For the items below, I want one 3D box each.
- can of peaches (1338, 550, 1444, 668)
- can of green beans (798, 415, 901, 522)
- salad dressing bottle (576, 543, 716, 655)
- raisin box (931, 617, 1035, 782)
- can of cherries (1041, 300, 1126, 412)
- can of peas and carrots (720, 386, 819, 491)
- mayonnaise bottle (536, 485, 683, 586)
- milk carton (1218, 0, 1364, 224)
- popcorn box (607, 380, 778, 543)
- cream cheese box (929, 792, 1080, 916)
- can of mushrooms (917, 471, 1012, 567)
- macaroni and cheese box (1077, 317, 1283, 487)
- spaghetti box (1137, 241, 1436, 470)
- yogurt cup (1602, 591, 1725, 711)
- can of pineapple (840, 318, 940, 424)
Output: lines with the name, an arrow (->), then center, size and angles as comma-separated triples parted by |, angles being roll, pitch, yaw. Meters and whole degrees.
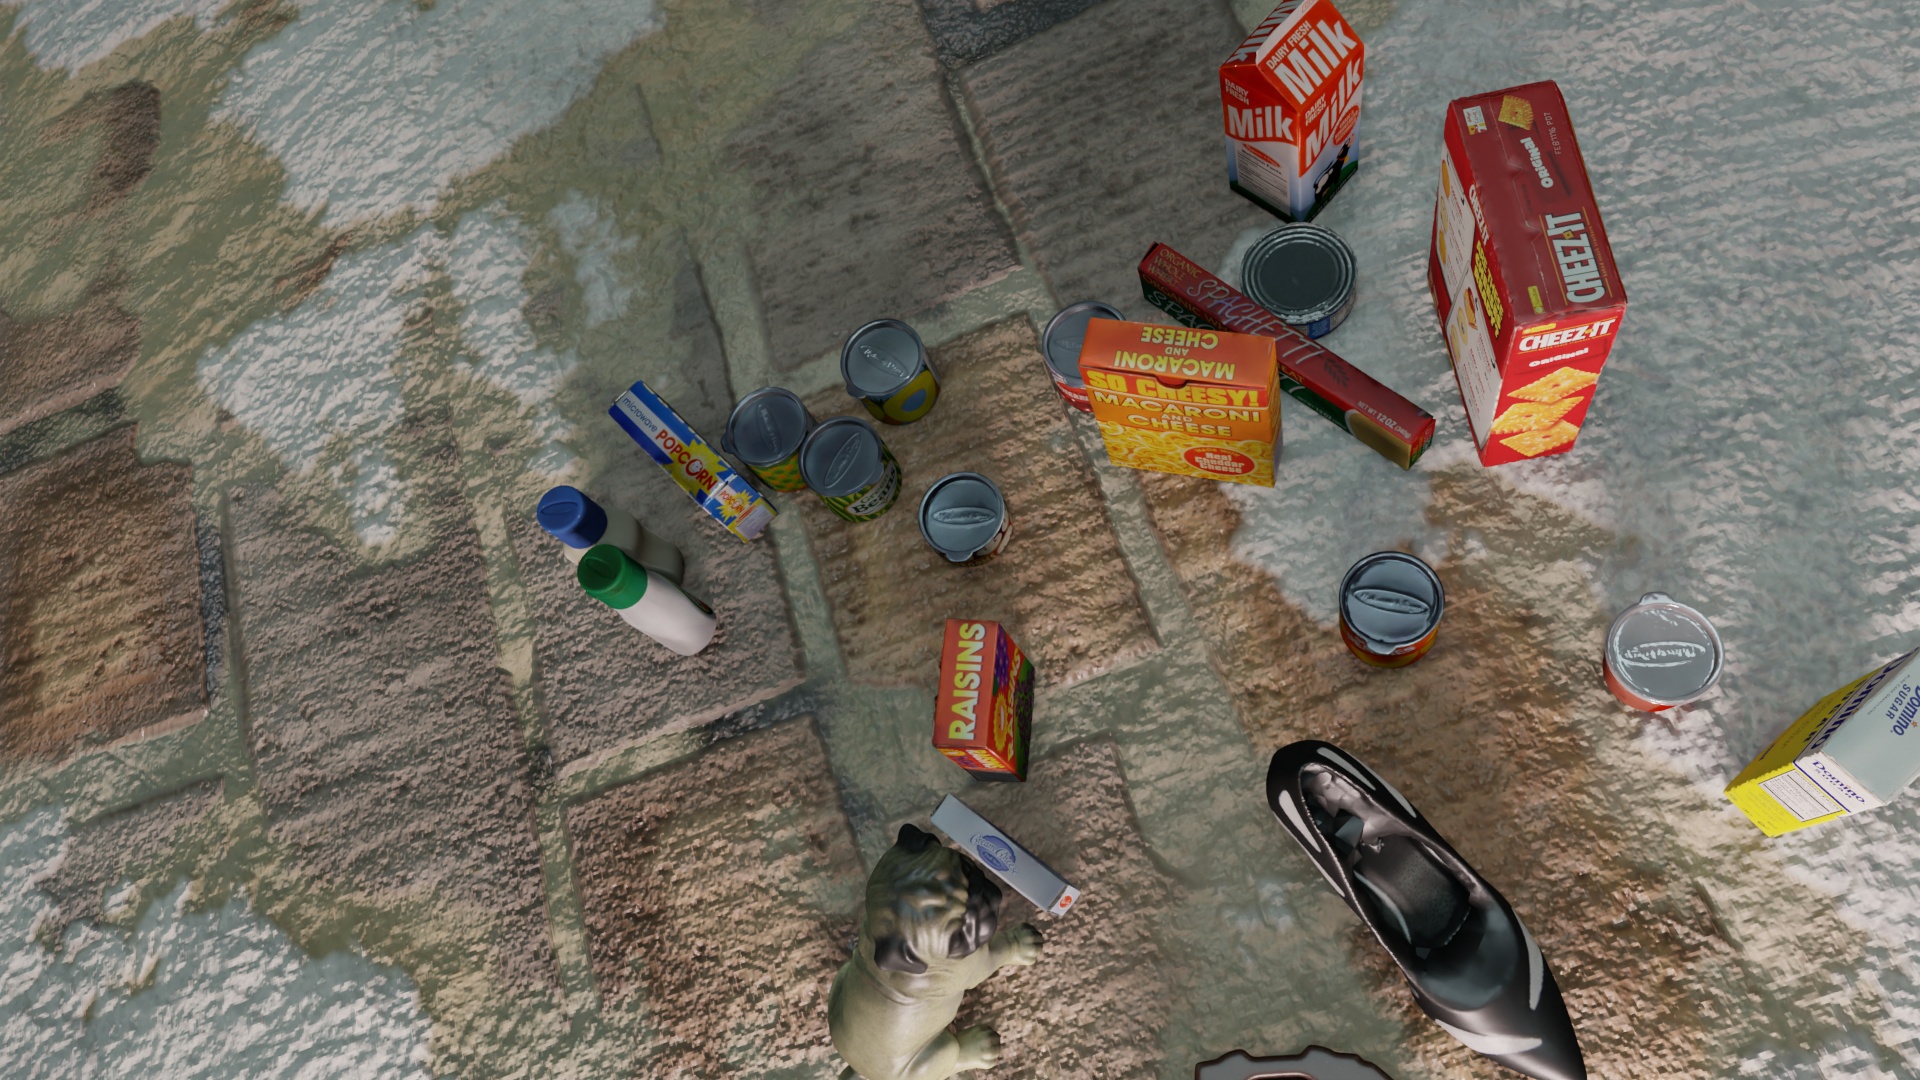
can of peaches -> 0.286, 0.049, 0.928 | 0.071, 0.058, 0.071 | -5, 69, 13
can of green beans -> -0.083, -0.054, 1.061 | 0.071, 0.057, 0.071 | -5, 69, 13
salad dressing bottle -> -0.228, 0.044, 1.012 | 0.064, 0.147, 0.044 | 27, 79, 22
raisin box -> 0.017, 0.110, 0.938 | 0.040, 0.123, 0.086 | 1, 71, 15
can of cherries -> 0.098, -0.135, 1.045 | 0.071, 0.058, 0.072 | -5, 69, 13
can of peas and carrots -> -0.144, -0.077, 1.085 | 0.071, 0.058, 0.071 | -5, 69, 13
mayonnaise bottle -> -0.263, 0.002, 1.037 | 0.065, 0.147, 0.041 | -9, 69, 11
milk carton -> 0.240, -0.315, 1.004 | 0.073, 0.190, 0.072 | 40, 84, 23
popcorn box -> -0.208, -0.061, 1.081 | 0.038, 0.085, 0.127 | -46, 66, -5
cream cheese box -> 0.030, 0.212, 0.935 | 0.104, 0.053, 0.024 | 34, 82, 23
can of mushrooms -> 0.004, -0.013, 1.037 | 0.071, 0.033, 0.071 | -5, 69, 13
macaroni and cheese box -> 0.156, -0.091, 0.954 | 0.124, 0.166, 0.040 | 9, 73, 17
spaghetti box -> 0.233, -0.138, 1.016 | 0.250, 0.050, 0.029 | 39, 84, 23
yogurt cup -> 0.441, 0.076, 0.880 | 0.072, 0.054, 0.072 | -5, 69, 13
can of pineapple -> -0.055, -0.129, 1.082 | 0.071, 0.057, 0.071 | -5, 69, 13
